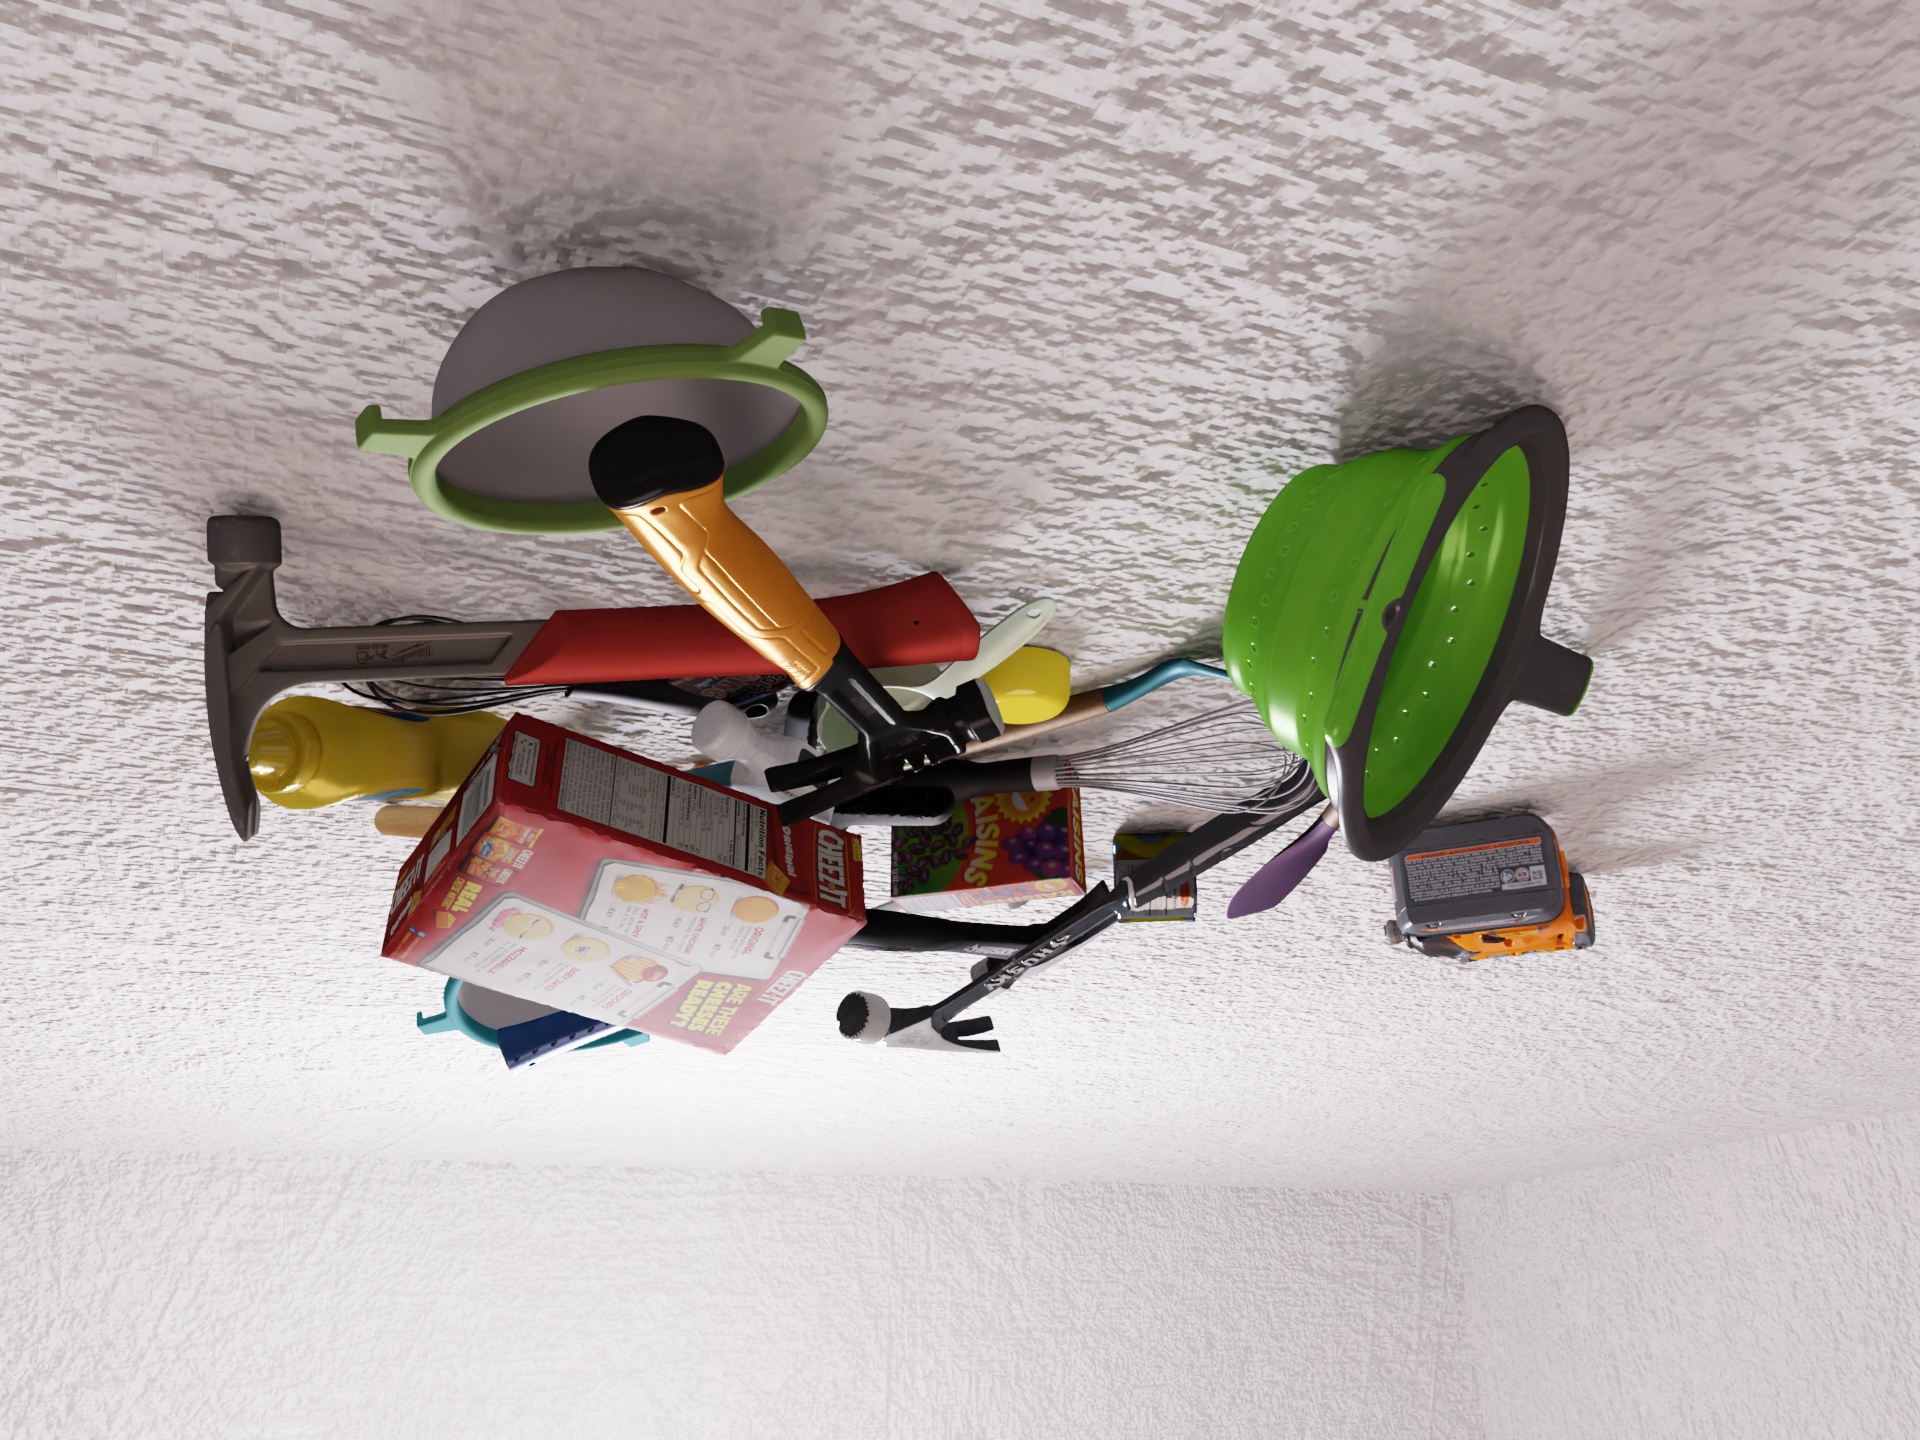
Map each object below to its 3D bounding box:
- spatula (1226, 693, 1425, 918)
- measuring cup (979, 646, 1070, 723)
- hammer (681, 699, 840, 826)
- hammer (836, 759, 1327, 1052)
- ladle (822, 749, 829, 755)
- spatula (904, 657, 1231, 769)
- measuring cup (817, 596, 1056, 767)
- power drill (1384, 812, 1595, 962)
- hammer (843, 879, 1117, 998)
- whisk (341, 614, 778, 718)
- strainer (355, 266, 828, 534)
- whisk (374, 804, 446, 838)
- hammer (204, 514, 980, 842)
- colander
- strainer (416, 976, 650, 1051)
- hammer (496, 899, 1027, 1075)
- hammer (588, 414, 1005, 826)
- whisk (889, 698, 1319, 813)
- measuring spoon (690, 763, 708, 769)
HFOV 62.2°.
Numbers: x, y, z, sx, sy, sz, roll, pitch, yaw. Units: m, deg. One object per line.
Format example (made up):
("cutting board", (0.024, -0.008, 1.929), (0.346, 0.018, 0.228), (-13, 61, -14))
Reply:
("spatula", (0.242, 0.048, 0.995), (0.059, 0.018, 0.315), (-10, 149, -26))
("measuring cup", (-0.001, -0.003, 0.930), (0.156, 0.029, 0.062), (-23, 149, 38))
("hammer", (-0.203, 0.047, 0.970), (0.331, 0.033, 0.128), (-10, 149, 41))
("hammer", (0.106, 0.131, 1.098), (0.409, 0.036, 0.149), (-36, 143, 25))
("ladle", (-0.106, 0.085, 1.102), (0.078, 0.062, 0.320), (-8, 157, -20))
("spatula", (0.066, 0.004, 0.935), (0.317, 0.044, 0.082), (-16, 168, 34))
("measuring cup", (-0.011, -0.031, 0.867), (0.083, 0.038, 0.167), (29, 129, -34))
("power drill", (0.396, 0.141, 1.232), (0.164, 0.084, 0.226), (-11, 159, 23))
("hammer", (-0.011, 0.153, 1.153), (0.146, 0.035, 0.334), (-34, 154, 24))
("whisk", (-0.210, -0.021, 0.859), (0.238, 0.055, 0.055), (6, 156, -28))
("strainer", (-0.126, -0.117, 0.633), (0.151, 0.069, 0.256), (-14, 172, 0))
("whisk", (-0.310, 0.062, 1.002), (0.051, 0.047, 0.245), (-24, -165, -40))
("hammer", (-0.168, -0.027, 0.765), (0.359, 0.149, 0.037), (-3, -174, -12))
("colander", (0.223, -0.043, 0.768), (0.095, 0.204, 0.396), (25, -171, 31))
("strainer", (-0.241, 0.119, 1.153), (0.210, 0.095, 0.340), (14, 132, -40))
("hammer", (-0.134, 0.164, 1.150), (0.405, 0.035, 0.144), (-20, 156, -7))
("hammer", (-0.076, -0.032, 0.678), (0.127, 0.034, 0.336), (-23, 158, 6))
("whisk", (0.085, 0.029, 0.989), (0.284, 0.070, 0.070), (-5, 157, 22))
("measuring spoon", (-0.213, 0.040, 1.048), (0.117, 0.011, 0.021), (-7, 134, 19))
